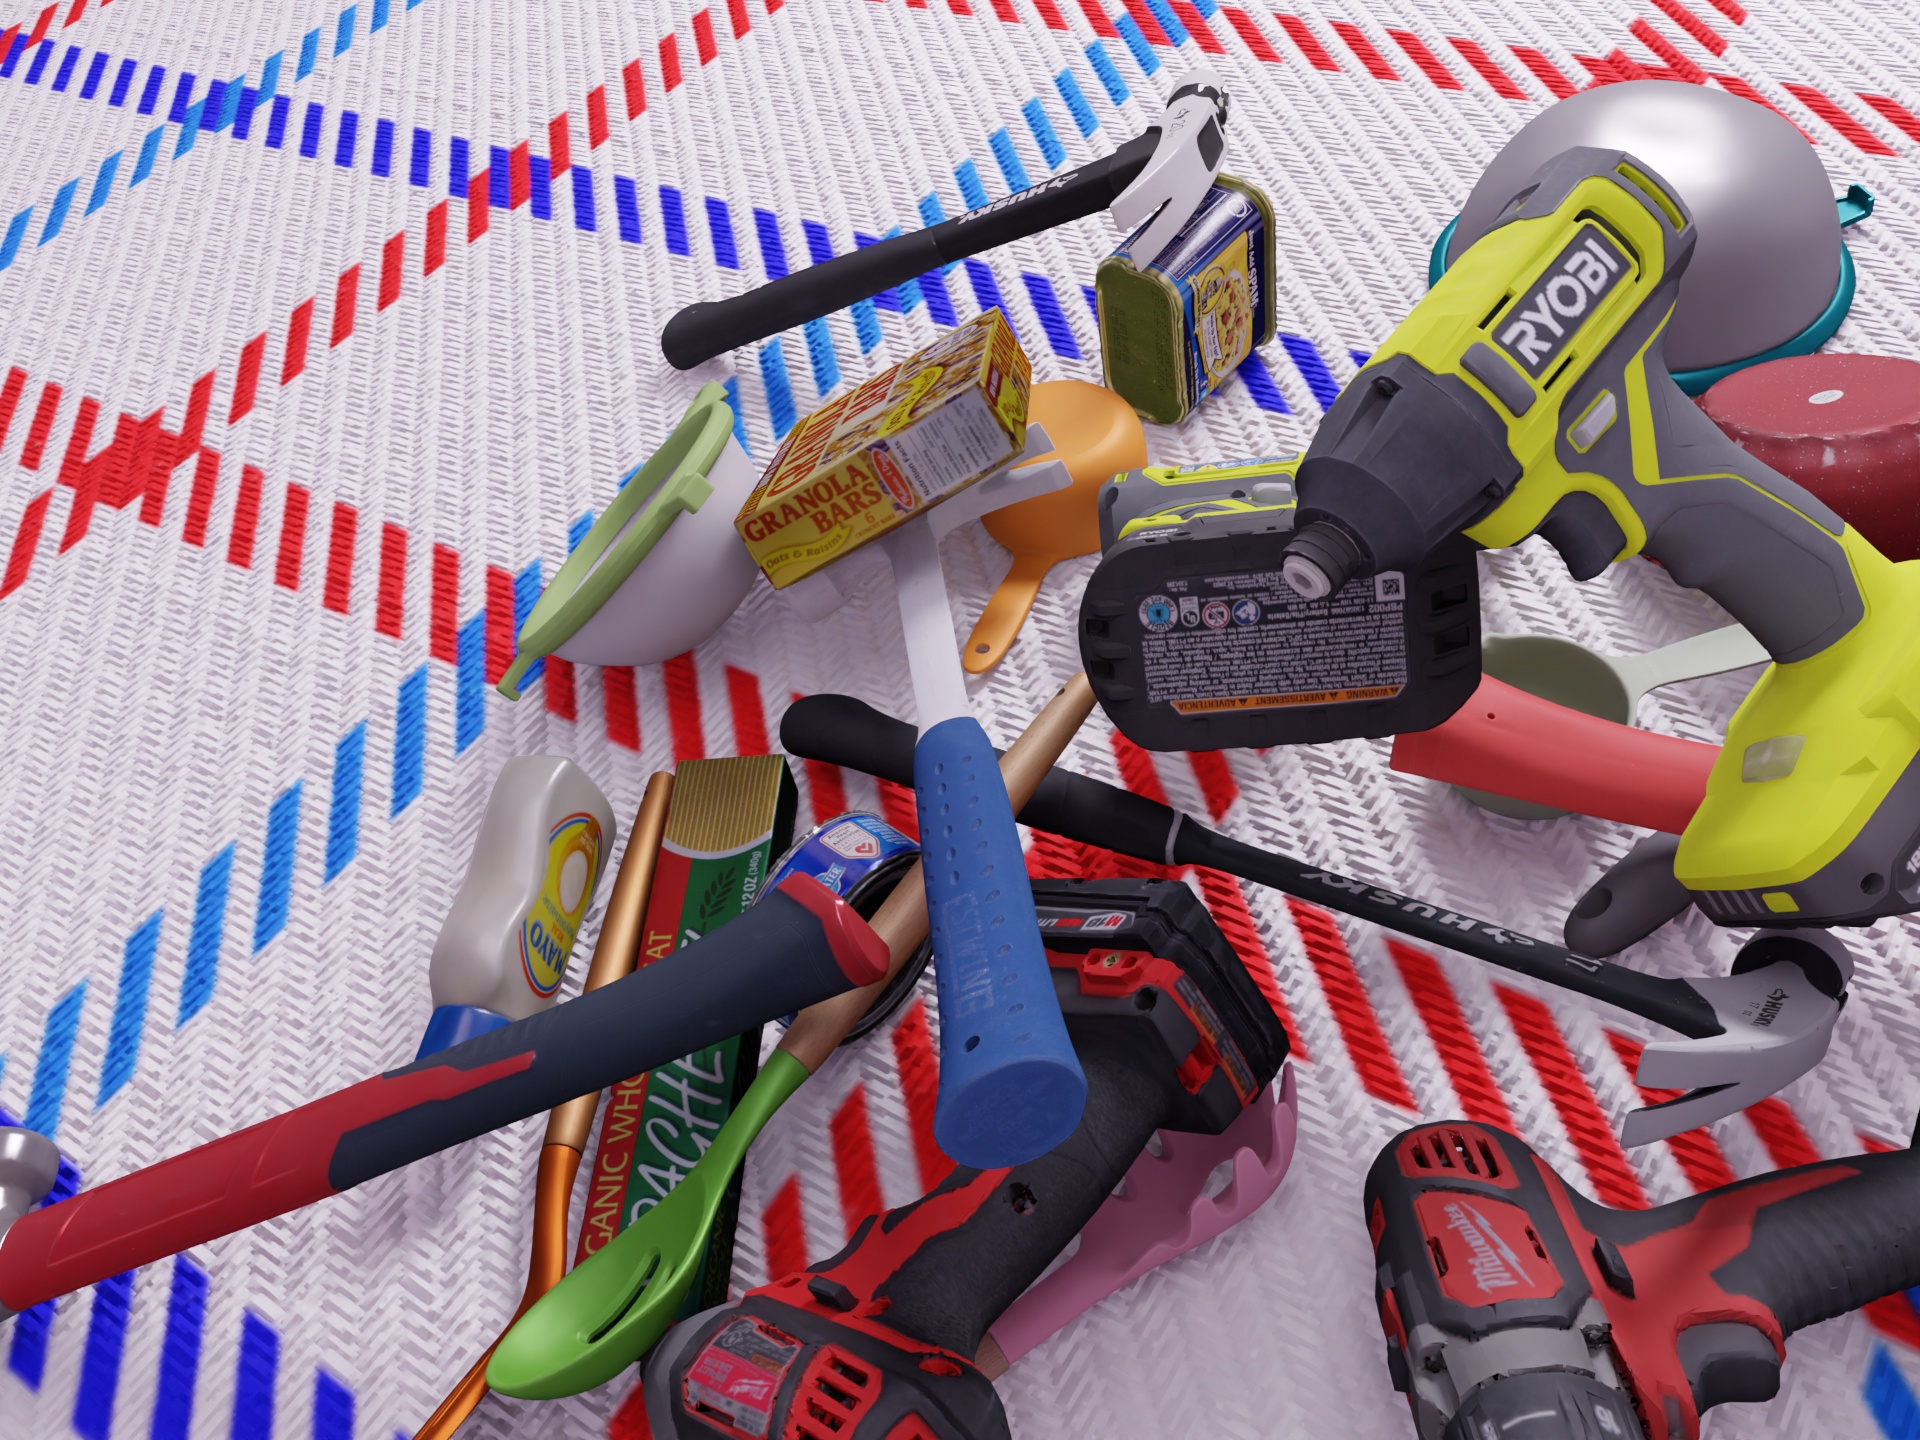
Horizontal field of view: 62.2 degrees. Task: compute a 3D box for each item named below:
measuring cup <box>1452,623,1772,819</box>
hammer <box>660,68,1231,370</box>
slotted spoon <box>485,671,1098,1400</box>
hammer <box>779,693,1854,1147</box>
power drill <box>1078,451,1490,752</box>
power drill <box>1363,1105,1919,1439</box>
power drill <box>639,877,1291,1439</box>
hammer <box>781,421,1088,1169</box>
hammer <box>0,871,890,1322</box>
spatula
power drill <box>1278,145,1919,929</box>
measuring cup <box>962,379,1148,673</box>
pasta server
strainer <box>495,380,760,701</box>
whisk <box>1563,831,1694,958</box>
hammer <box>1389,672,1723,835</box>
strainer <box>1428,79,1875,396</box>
[{"bbox_3d":[0.271,-0.007,0.638,0.167,0.038,0.083,-16,48,-1],"label":"measuring cup"},{"bbox_3d":[-0.023,-0.245,0.842,0.335,0.035,0.146,-12,38,29],"label":"hammer"},{"bbox_3d":[-0.039,0.095,0.538,0.314,0.031,0.070,-51,18,-25],"label":"slotted spoon"},{"bbox_3d":[0.091,0.051,0.584,0.409,0.036,0.149,17,18,34],"label":"hammer"},{"bbox_3d":[0.143,-0.064,0.635,0.190,0.080,0.228,-4,18,14],"label":"power drill"},{"bbox_3d":[0.233,0.175,0.426,0.226,0.080,0.188,-8,23,6],"label":"power drill"},{"bbox_3d":[-0.005,0.150,0.497,0.143,0.078,0.220,-8,33,50],"label":"power drill"},{"bbox_3d":[-0.001,-0.002,0.581,0.144,0.035,0.406,-29,29,10],"label":"hammer"},{"bbox_3d":[-0.201,0.151,0.533,0.386,0.038,0.143,-23,47,12],"label":"hammer"},{"bbox_3d":[-0.151,0.137,0.593,0.041,0.081,0.323,26,42,-19],"label":"spatula"},{"bbox_3d":[0.215,-0.045,0.493,0.223,0.080,0.171,43,75,-3],"label":"power drill"},{"bbox_3d":[0.034,-0.098,0.759,0.095,0.052,0.174,11,50,20],"label":"measuring cup"},{"bbox_3d":[-0.014,0.210,0.506,0.316,0.040,0.060,-32,19,-15],"label":"pasta server"},{"bbox_3d":[-0.133,-0.101,0.794,0.151,0.069,0.257,-41,20,26],"label":"strainer"},{"bbox_3d":[0.318,0.016,0.608,0.239,0.055,0.055,-35,51,-13],"label":"whisk"},{"bbox_3d":[0.329,0.048,0.544,0.359,0.036,0.149,12,66,16],"label":"hammer"},{"bbox_3d":[0.319,-0.223,0.784,0.211,0.095,0.340,20,54,26],"label":"strainer"}]
